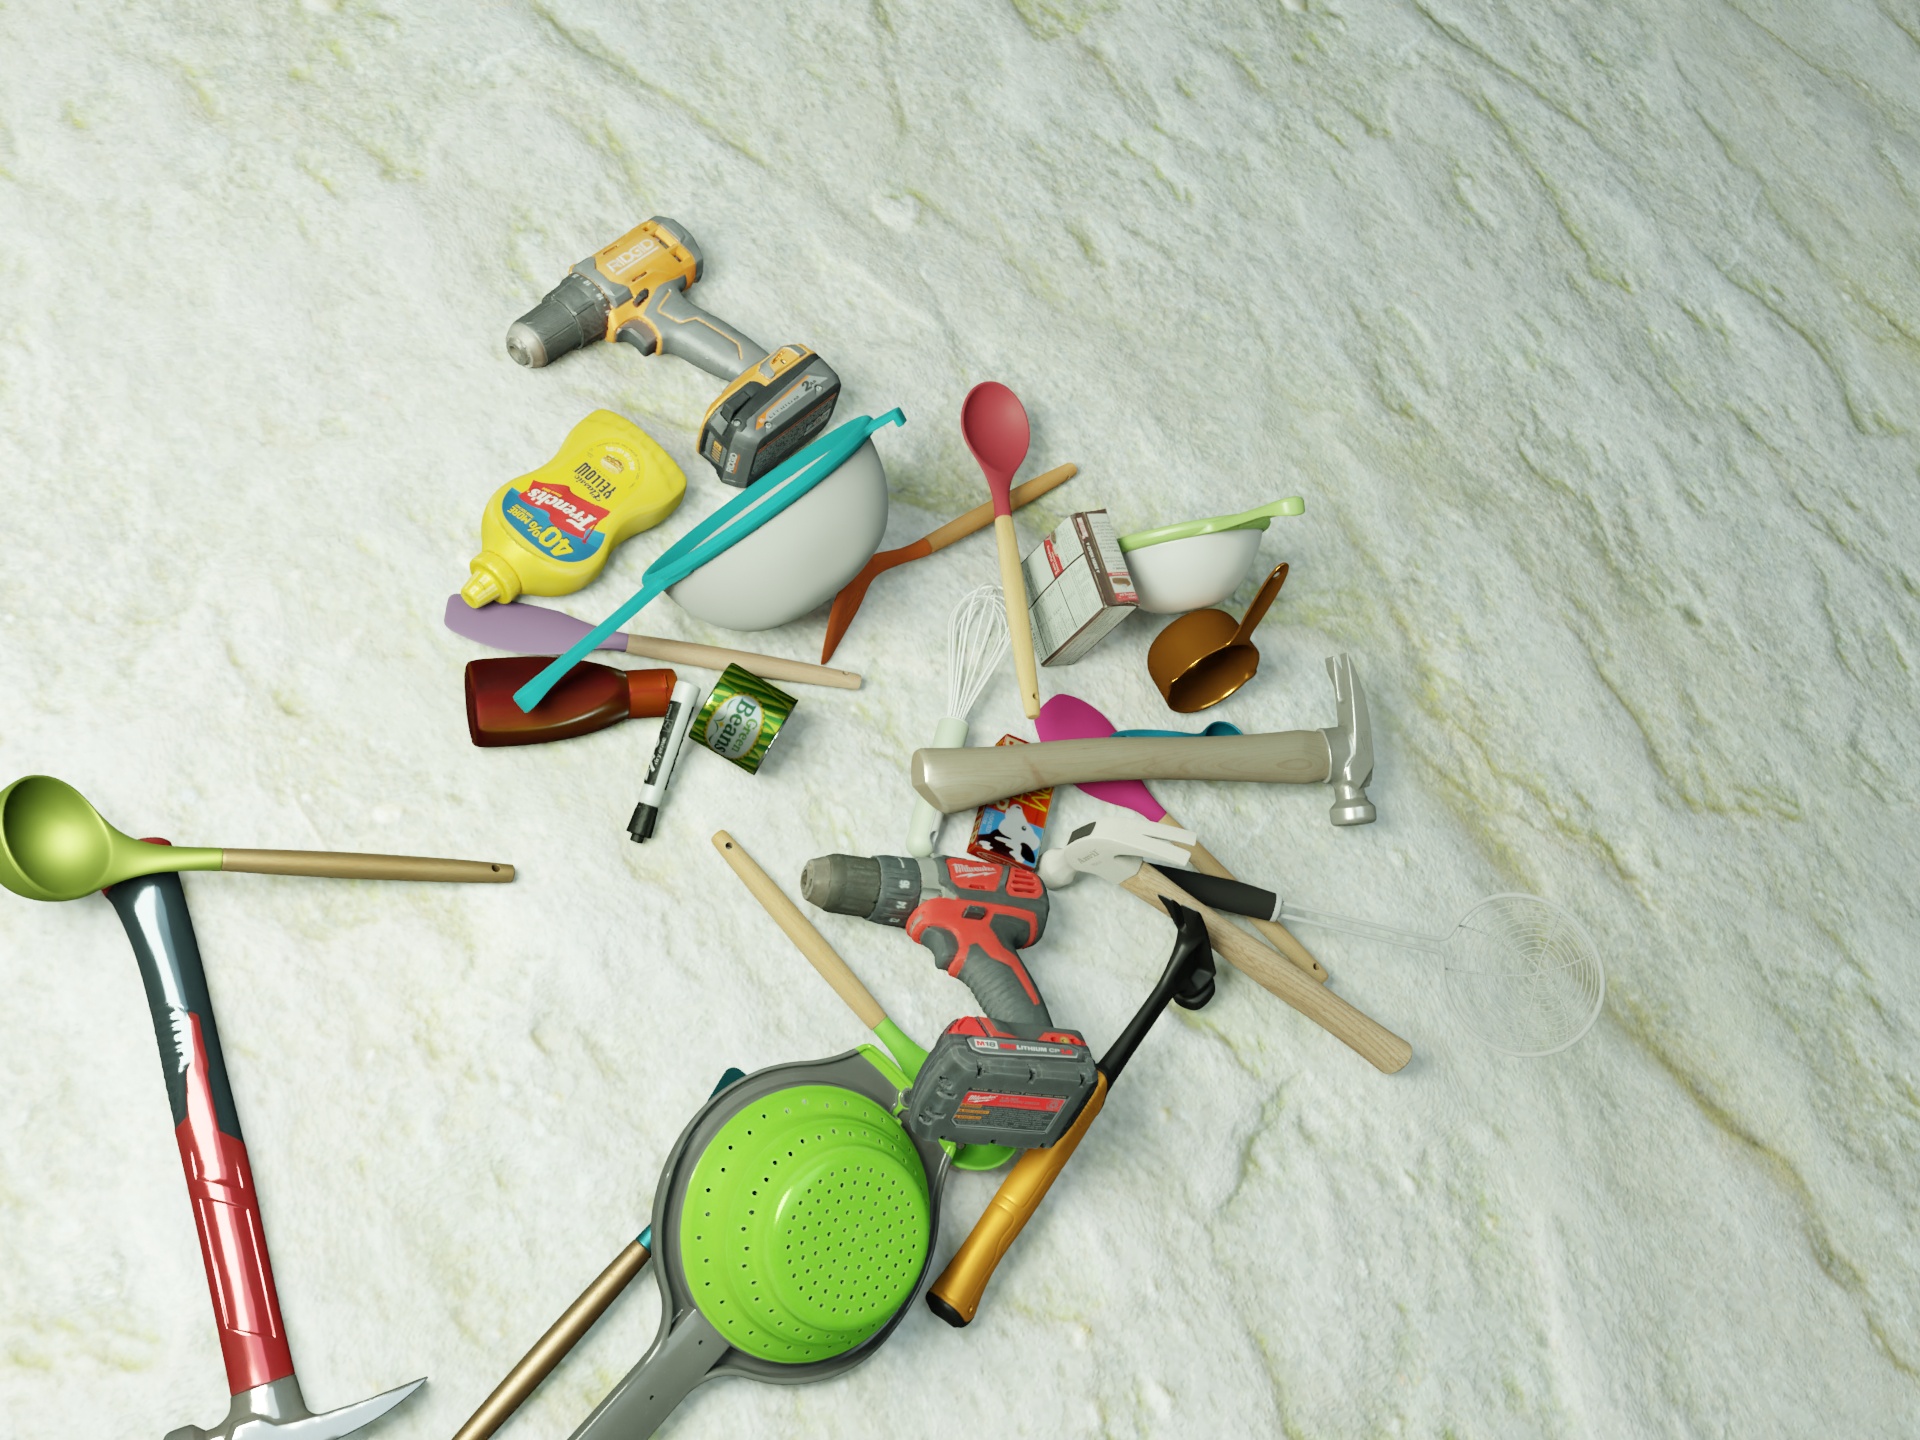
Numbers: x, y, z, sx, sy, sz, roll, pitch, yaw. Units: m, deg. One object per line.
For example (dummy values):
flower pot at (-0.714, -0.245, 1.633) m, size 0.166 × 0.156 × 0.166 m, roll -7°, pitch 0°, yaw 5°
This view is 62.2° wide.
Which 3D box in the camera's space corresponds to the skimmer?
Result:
skimmer at (0.309, 0.167, 1.238) m, size 0.363 × 0.090 × 0.127 m, roll 14°, pitch 99°, yaw 0°

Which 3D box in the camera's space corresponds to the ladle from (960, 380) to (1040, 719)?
ladle at (0.040, -0.142, 1.298) m, size 0.069 × 0.031 × 0.316 m, roll 9°, pitch 59°, yaw -29°

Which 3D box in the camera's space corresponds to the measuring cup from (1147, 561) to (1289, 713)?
measuring cup at (0.214, -0.081, 1.305) m, size 0.095 × 0.173 × 0.052 m, roll -7°, pitch 52°, yaw -32°

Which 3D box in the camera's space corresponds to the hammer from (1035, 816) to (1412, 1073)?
hammer at (0.221, 0.178, 1.234) m, size 0.331 × 0.130 × 0.031 m, roll 35°, pitch 53°, yaw -13°

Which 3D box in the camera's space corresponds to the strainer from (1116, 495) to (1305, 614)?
strainer at (0.209, -0.129, 1.291) m, size 0.151 × 0.256 × 0.069 m, roll -10°, pitch 91°, yaw -20°

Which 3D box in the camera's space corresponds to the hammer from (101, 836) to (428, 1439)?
hammer at (-0.444, 0.250, 0.975) m, size 0.143 × 0.038 × 0.386 m, roll -12°, pitch 72°, yaw -27°

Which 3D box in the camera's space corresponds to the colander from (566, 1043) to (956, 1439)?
colander at (-0.139, 0.376, 0.982) m, size 0.397 × 0.094 × 0.204 m, roll -45°, pitch 103°, yaw -25°

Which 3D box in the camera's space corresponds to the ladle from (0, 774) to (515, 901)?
ladle at (-0.440, 0.084, 1.013) m, size 0.320 × 0.062 × 0.078 m, roll 7°, pitch 55°, yaw -32°

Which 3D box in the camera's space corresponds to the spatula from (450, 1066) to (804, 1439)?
spatula at (-0.222, 0.360, 1.021) m, size 0.082 × 0.044 × 0.317 m, roll 44°, pitch 64°, yaw 1°

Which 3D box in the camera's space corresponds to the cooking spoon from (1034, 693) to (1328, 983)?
cooking spoon at (0.182, 0.098, 1.297) m, size 0.319 × 0.017 × 0.069 m, roll 45°, pitch 60°, yaw 4°

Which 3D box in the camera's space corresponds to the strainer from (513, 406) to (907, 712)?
strainer at (-0.170, -0.091, 1.167) m, size 0.340 × 0.211 × 0.095 m, roll -44°, pitch 107°, yaw -24°

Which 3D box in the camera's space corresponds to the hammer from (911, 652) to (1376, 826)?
hammer at (0.155, 0.022, 1.275) m, size 0.410 × 0.038 × 0.146 m, roll -2°, pitch 82°, yaw -23°

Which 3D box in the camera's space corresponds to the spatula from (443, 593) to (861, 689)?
spatula at (-0.227, -0.053, 1.206) m, size 0.315 × 0.018 × 0.060 m, roll 9°, pitch 39°, yaw -18°

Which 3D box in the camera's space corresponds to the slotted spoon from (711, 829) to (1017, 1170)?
slotted spoon at (-0.074, 0.198, 1.149) m, size 0.070 × 0.031 × 0.314 m, roll -40°, pitch 83°, yaw -22°

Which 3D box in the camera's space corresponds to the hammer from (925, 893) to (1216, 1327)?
hammer at (0.082, 0.279, 1.134) m, size 0.034 × 0.127 × 0.337 m, roll 23°, pitch 60°, yaw 32°

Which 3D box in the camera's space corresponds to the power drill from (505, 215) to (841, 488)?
power drill at (-0.233, -0.290, 1.282) m, size 0.226 × 0.084 × 0.185 m, roll 42°, pitch 59°, yaw 6°

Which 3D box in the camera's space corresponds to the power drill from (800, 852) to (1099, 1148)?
power drill at (-0.011, 0.179, 1.110) m, size 0.187 × 0.080 × 0.227 m, roll 11°, pitch 36°, yaw -22°

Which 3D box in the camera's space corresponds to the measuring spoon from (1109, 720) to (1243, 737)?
measuring spoon at (0.179, 0.022, 1.329) m, size 0.128 × 0.021 × 0.042 m, roll 2°, pitch 63°, yaw -20°

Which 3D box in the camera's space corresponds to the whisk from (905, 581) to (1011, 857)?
whisk at (-0.002, -0.004, 1.259) m, size 0.059 × 0.057 × 0.246 m, roll 6°, pitch 64°, yaw 20°

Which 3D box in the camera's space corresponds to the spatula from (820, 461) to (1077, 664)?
spatula at (-0.006, -0.148, 1.322) m, size 0.322 × 0.081 × 0.041 m, roll -33°, pitch 65°, yaw -35°
